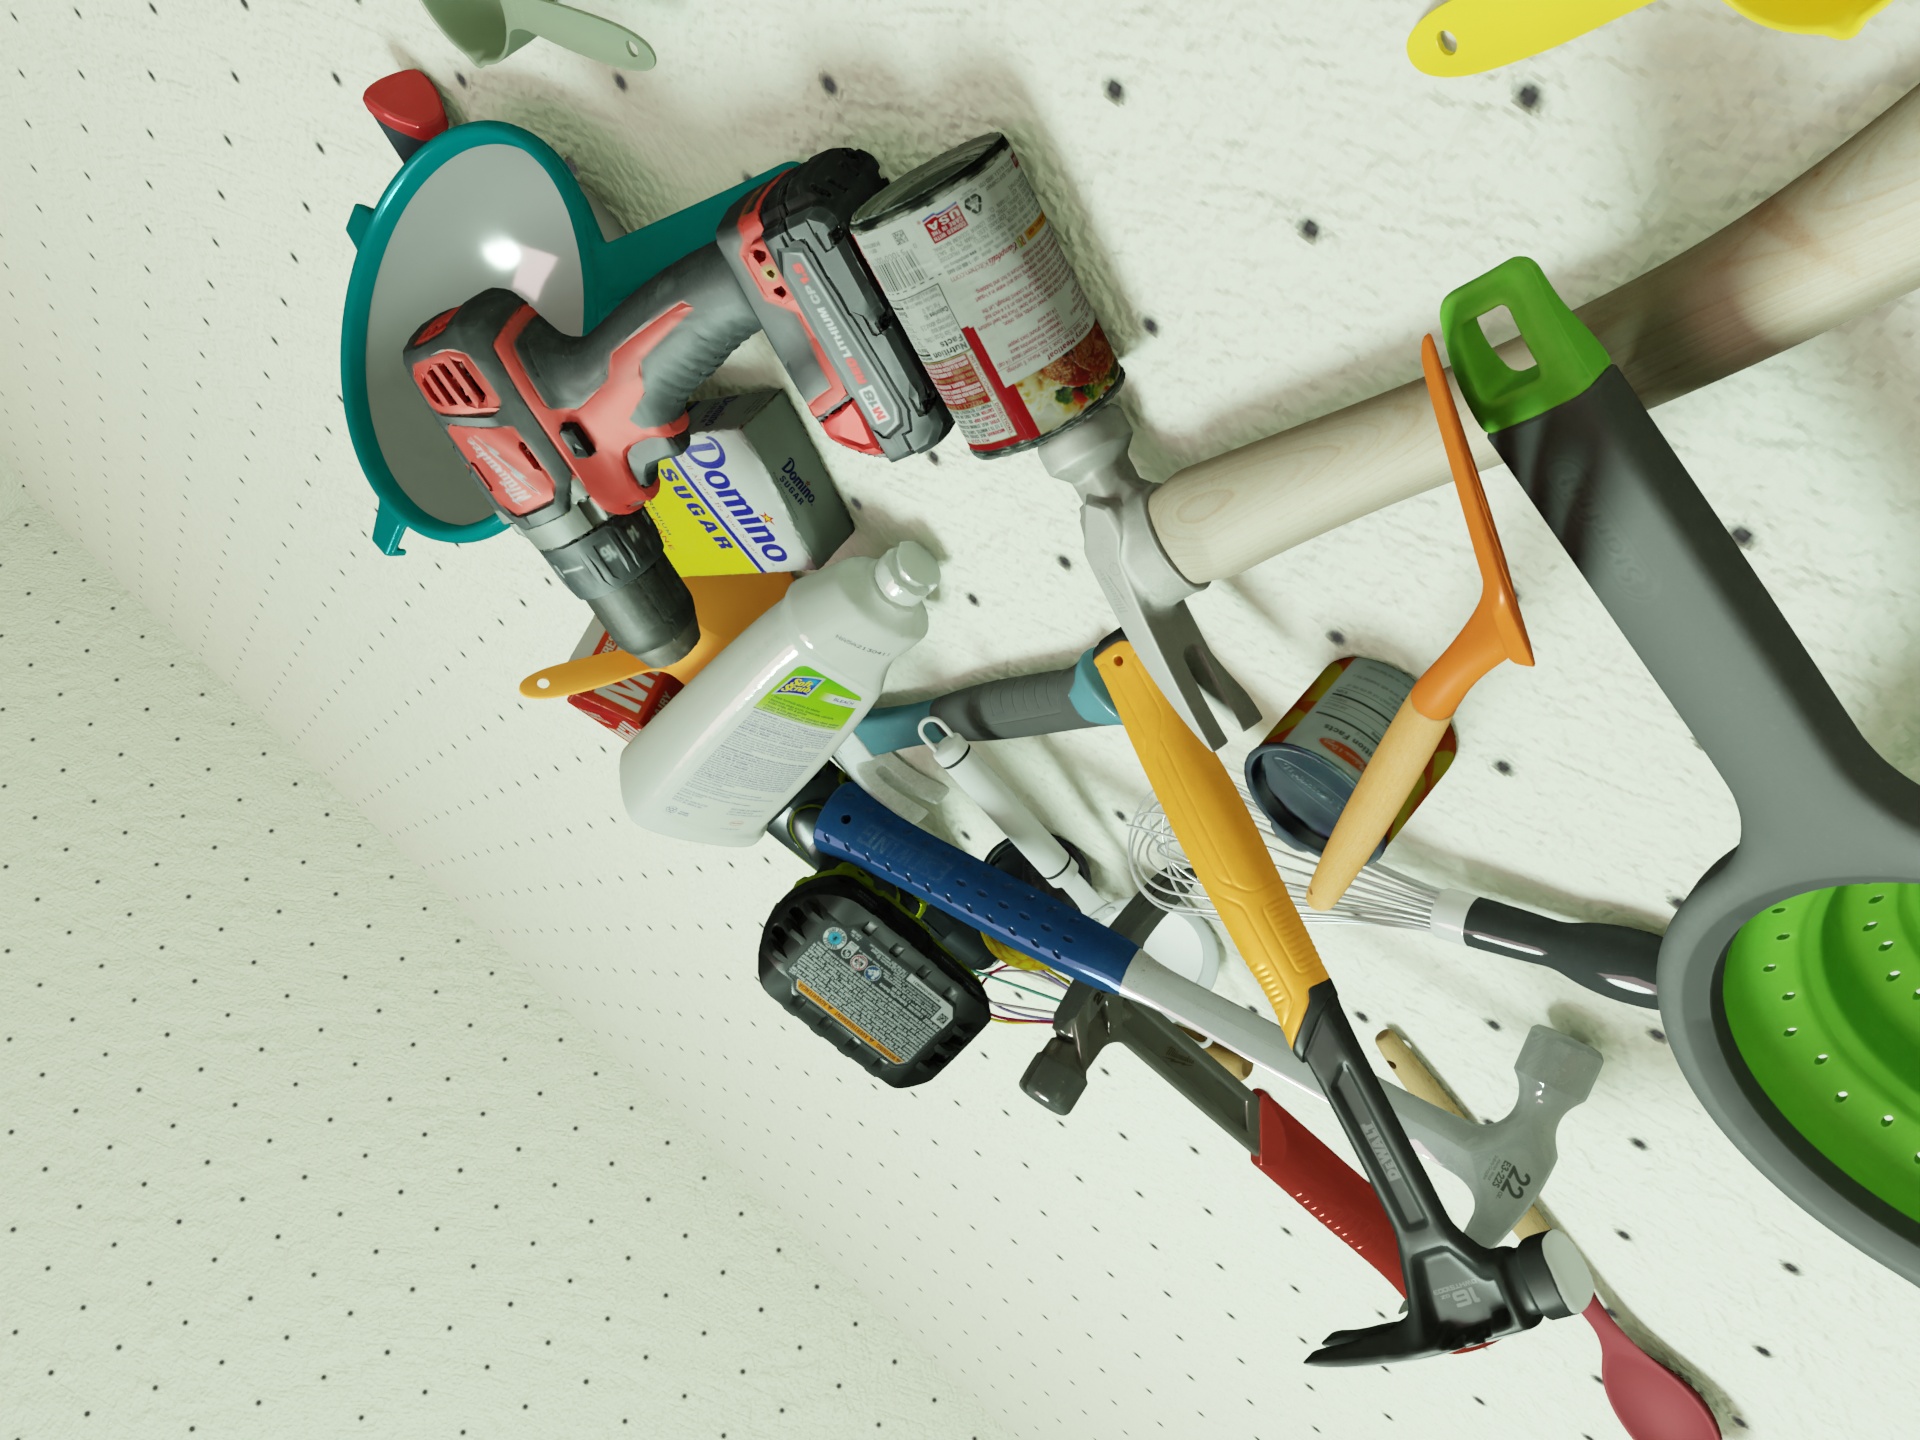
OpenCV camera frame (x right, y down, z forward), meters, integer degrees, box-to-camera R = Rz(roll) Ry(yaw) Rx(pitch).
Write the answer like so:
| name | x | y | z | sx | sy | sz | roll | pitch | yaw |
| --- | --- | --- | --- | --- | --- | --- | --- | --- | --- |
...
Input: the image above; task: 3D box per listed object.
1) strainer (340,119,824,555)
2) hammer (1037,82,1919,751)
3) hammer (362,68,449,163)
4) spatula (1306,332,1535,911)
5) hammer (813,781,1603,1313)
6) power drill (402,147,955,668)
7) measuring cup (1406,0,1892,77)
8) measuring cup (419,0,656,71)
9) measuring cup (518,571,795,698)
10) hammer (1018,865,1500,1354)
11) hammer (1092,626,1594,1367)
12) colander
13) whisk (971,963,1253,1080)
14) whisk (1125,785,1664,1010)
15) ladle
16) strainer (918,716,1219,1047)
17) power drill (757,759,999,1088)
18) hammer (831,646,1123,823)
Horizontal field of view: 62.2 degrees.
| name | x | y | z | sx | sy | sz | roll | pitch | yaw |
| --- | --- | --- | --- | --- | --- | --- | --- | --- | --- |
| strainer | -0.176 | -0.204 | 0.800 | 0.340 | 0.095 | 0.211 | -9 | 85 | 35 |
| hammer | 0.167 | -0.088 | 0.488 | 0.146 | 0.038 | 0.410 | 61 | 151 | -5 |
| hammer | -0.265 | -0.210 | 0.987 | 0.143 | 0.038 | 0.385 | 25 | 148 | 40 |
| spatula | 0.140 | 0.004 | 0.521 | 0.322 | 0.041 | 0.081 | 88 | 176 | -64 |
| hammer | 0.091 | 0.136 | 0.793 | 0.406 | 0.144 | 0.035 | 25 | 177 | 27 |
| power drill | -0.109 | -0.125 | 0.694 | 0.227 | 0.080 | 0.187 | -17 | 120 | 24 |
| measuring cup | 0.168 | -0.187 | 0.386 | 0.062 | 0.029 | 0.157 | 55 | 165 | -20 |
| measuring cup | -0.182 | -0.321 | 0.698 | 0.168 | 0.038 | 0.083 | 30 | 151 | 26 |
| measuring cup | -0.174 | -0.051 | 0.935 | 0.095 | 0.173 | 0.052 | 64 | 155 | 18 |
| hammer | 0.197 | 0.242 | 0.901 | 0.358 | 0.149 | 0.037 | 42 | 164 | -19 |
| hammer | 0.138 | 0.112 | 0.698 | 0.127 | 0.034 | 0.337 | -33 | 75 | 34 |
| colander | 0.272 | 0.023 | 0.448 | 0.397 | 0.094 | 0.204 | 52 | 154 | -9 |
| whisk | 0.089 | 0.196 | 1.047 | 0.245 | 0.047 | 0.051 | 11 | 156 | 45 |
| whisk | 0.191 | 0.078 | 0.706 | 0.285 | 0.070 | 0.070 | 13 | 140 | 41 |
| ladle | 0.315 | 0.286 | 0.853 | 0.315 | 0.031 | 0.069 | 52 | 152 | -9 |
| strainer | 0.062 | 0.087 | 0.887 | 0.258 | 0.087 | 0.050 | 48 | -163 | -22 |
| power drill | -0.042 | 0.125 | 0.983 | 0.190 | 0.080 | 0.229 | 41 | -168 | -13 |
| hammer | -0.001 | -0.003 | 0.897 | 0.128 | 0.033 | 0.331 | 54 | 154 | -15 |
